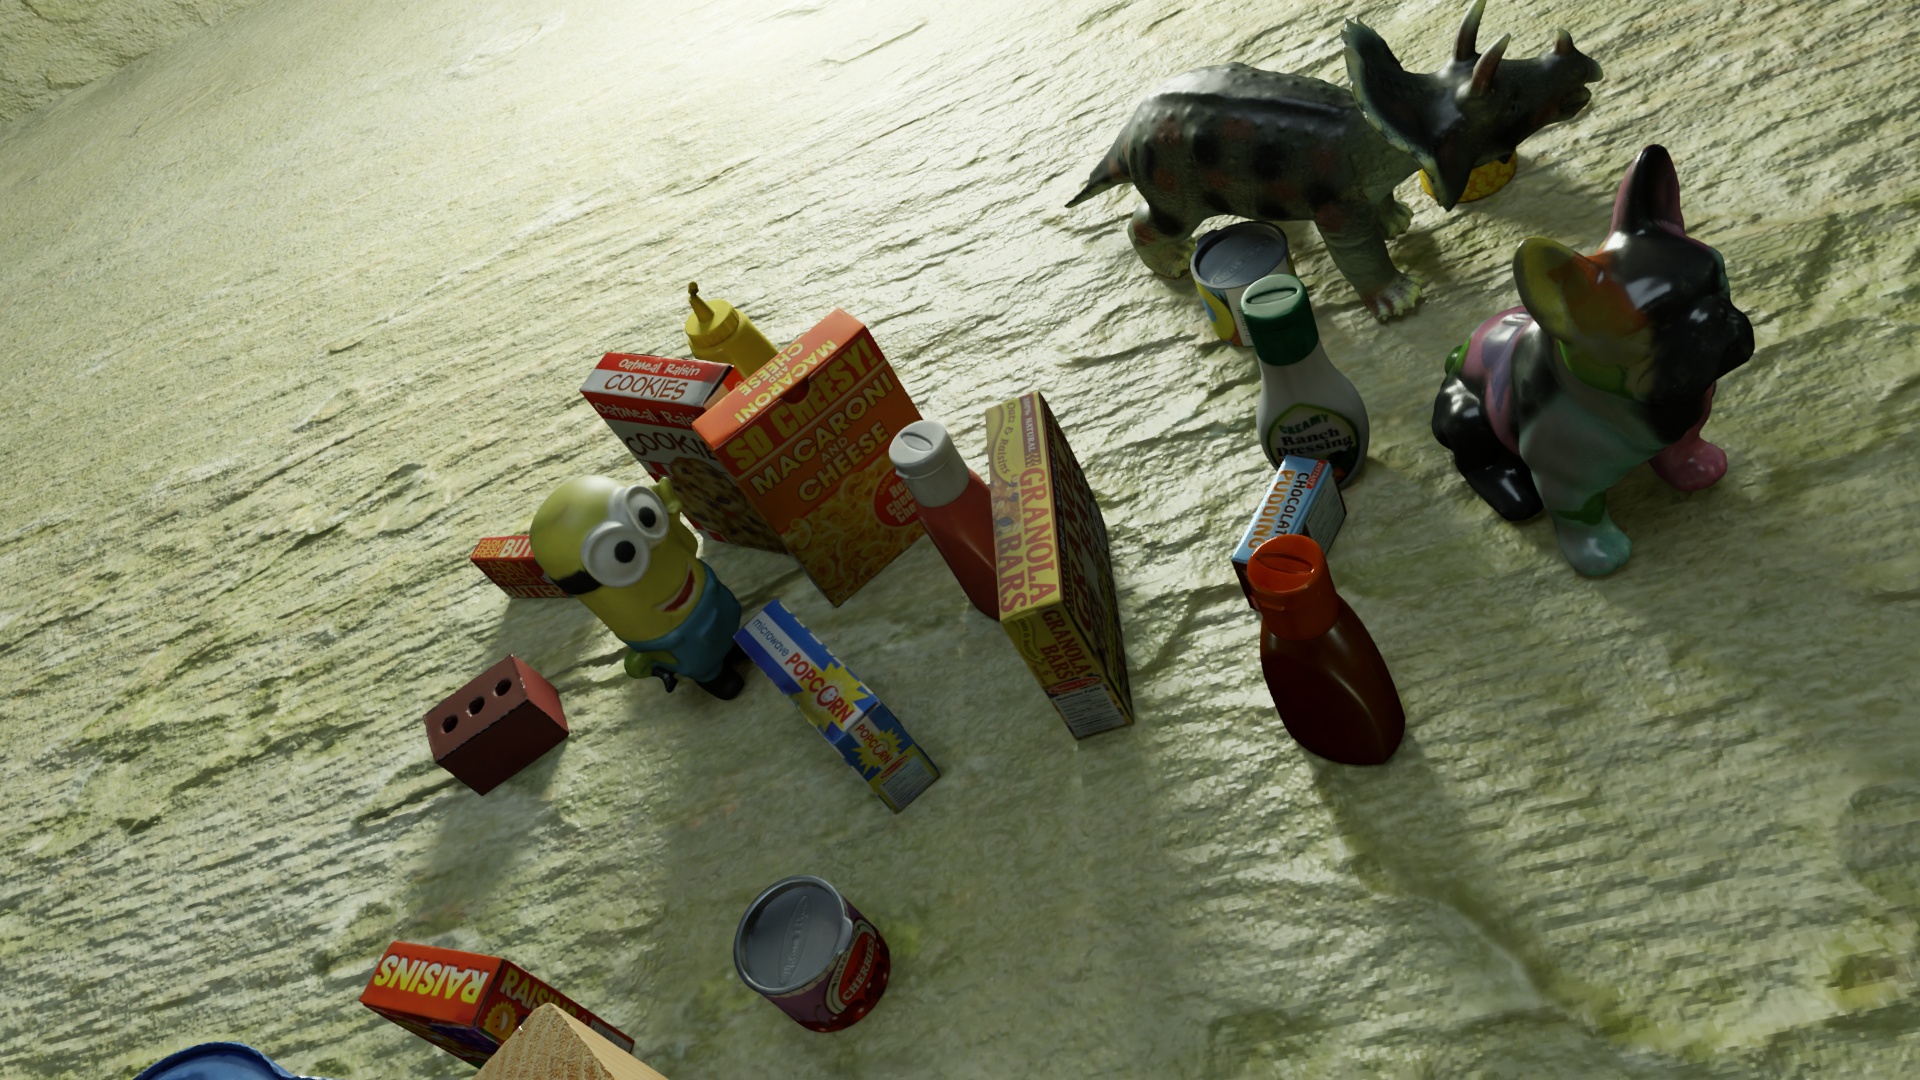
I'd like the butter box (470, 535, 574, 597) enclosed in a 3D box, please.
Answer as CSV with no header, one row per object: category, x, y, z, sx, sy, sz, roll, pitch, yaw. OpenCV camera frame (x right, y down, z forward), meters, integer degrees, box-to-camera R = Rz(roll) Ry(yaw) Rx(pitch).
butter box,-0.320,0.020,1.063,0.103,0.053,0.024,-1,52,28

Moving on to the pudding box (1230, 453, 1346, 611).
pudding box,0.191,-0.003,0.805,0.030,0.049,0.084,13,59,36

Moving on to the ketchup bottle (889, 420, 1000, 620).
ketchup bottle,0.003,-0.011,0.844,0.065,0.148,0.044,27,68,42

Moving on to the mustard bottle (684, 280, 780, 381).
mustard bottle,-0.165,-0.131,1.035,0.065,0.159,0.049,15,61,37

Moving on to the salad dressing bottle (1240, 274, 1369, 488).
salad dressing bottle,0.197,-0.089,0.807,0.064,0.147,0.044,-9,48,22

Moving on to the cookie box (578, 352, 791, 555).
cookie box,-0.170,-0.059,0.968,0.123,0.166,0.040,10,58,35

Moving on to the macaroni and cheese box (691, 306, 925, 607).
macaroni and cheese box,-0.080,-0.051,0.913,0.124,0.165,0.040,-41,44,-9

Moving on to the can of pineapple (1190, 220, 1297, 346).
can of pineapple,0.196,-0.176,0.950,0.071,0.057,0.071,-15,46,17

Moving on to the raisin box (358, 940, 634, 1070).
raisin box,-0.250,0.264,0.758,0.086,0.123,0.040,-1,52,28

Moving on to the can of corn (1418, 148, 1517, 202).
can of corn,0.346,-0.274,0.954,0.071,0.058,0.071,-15,46,17

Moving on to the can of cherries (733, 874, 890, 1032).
can of cherries,-0.077,0.223,0.746,0.071,0.058,0.072,-15,46,17

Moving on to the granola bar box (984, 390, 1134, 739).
granola bar box,0.057,0.013,0.811,0.039,0.123,0.166,-17,46,15

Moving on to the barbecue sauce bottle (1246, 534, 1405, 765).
barbecue sauce bottle,0.177,0.056,0.689,0.065,0.148,0.044,15,61,37

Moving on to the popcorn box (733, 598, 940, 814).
popcorn box,-0.076,0.098,0.837,0.038,0.085,0.127,-42,45,-10
